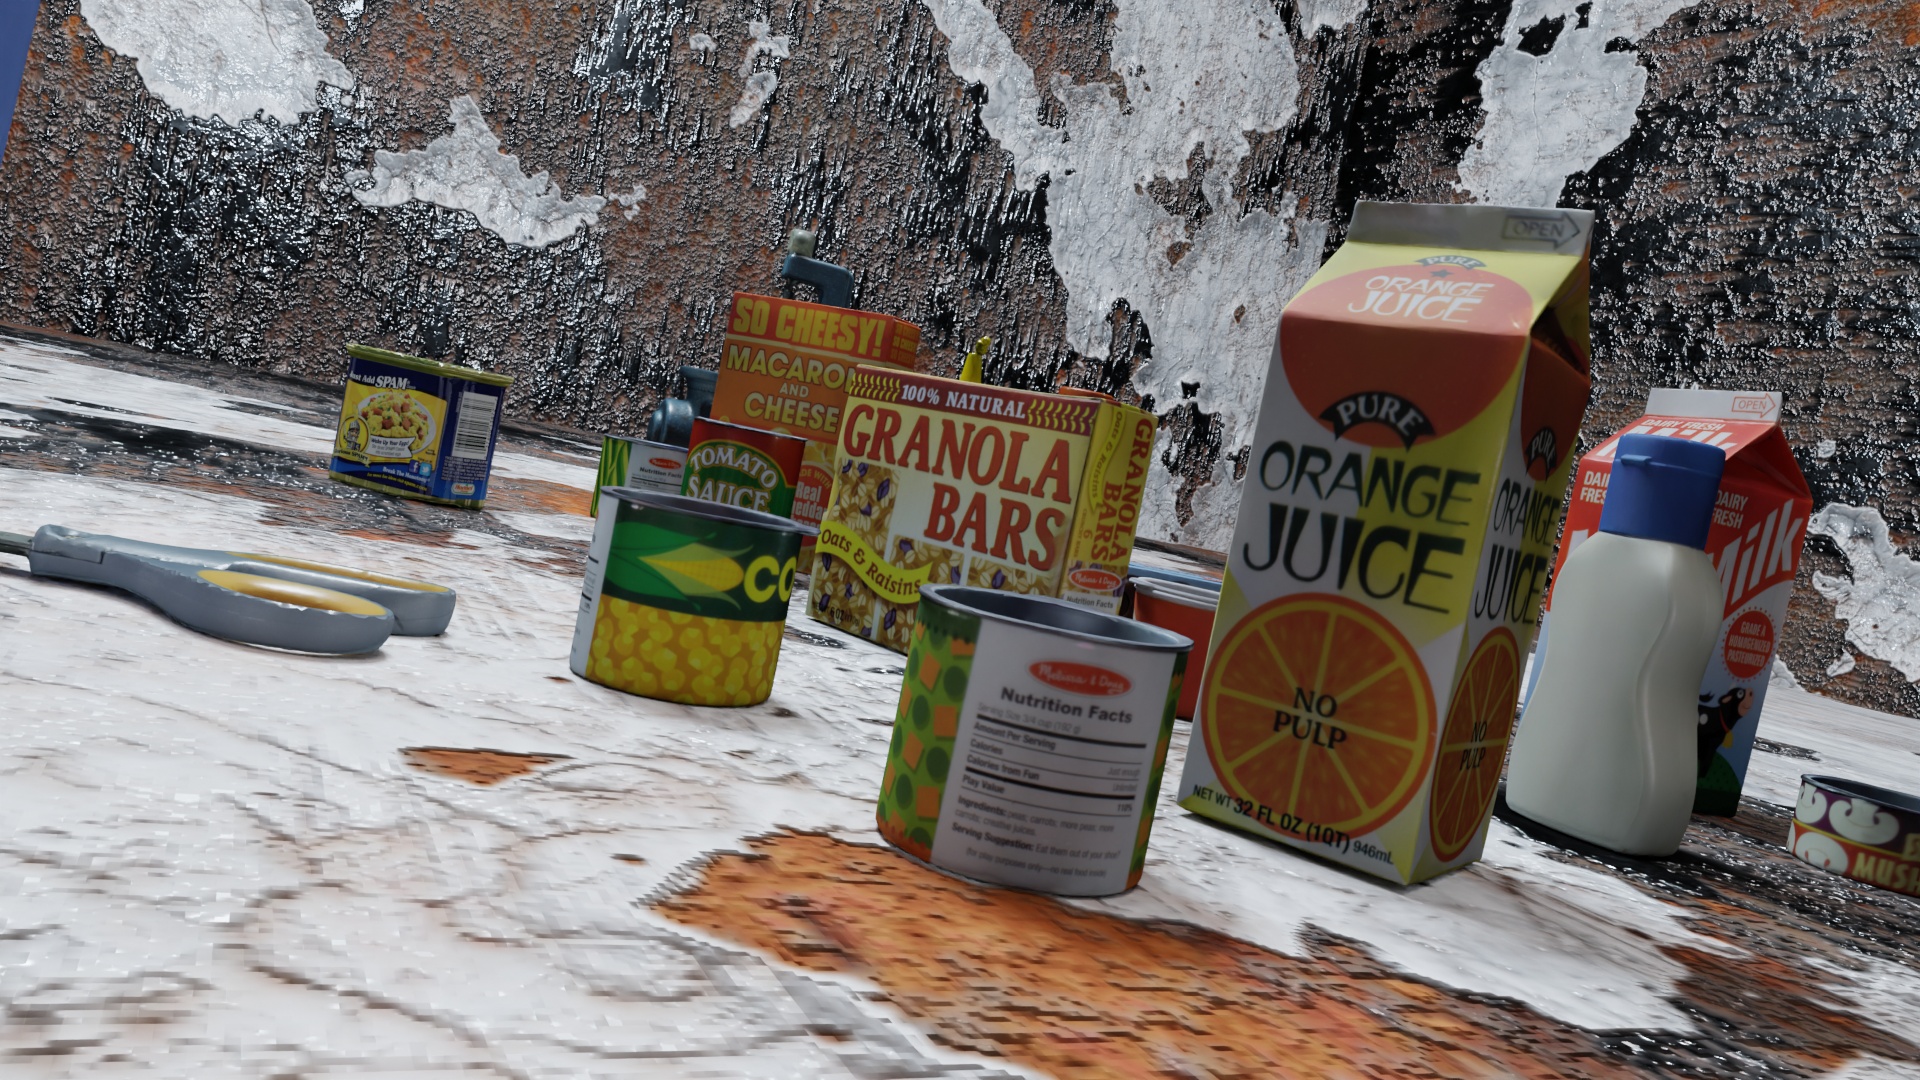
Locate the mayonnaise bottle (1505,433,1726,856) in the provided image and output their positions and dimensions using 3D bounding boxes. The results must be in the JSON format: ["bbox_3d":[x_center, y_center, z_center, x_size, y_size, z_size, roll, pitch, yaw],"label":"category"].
[{"bbox_3d":[0.246,0.036,0.510,0.041,0.148,0.065,10,3,-27],"label":"mayonnaise bottle"}]

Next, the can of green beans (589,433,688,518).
[{"bbox_3d":[-0.218,-0.039,0.959,0.071,0.057,0.071,12,3,0],"label":"can of green beans"}]

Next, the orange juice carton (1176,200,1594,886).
[{"bbox_3d":[0.129,-0.005,0.410,0.072,0.192,0.073,14,3,36],"label":"orange juice carton"}]

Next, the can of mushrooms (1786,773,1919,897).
[{"bbox_3d":[0.369,0.118,0.550,0.071,0.033,0.071,12,3,0],"label":"can of mushrooms"}]

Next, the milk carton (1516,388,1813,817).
[{"bbox_3d":[0.328,0.024,0.644,0.073,0.190,0.072,10,3,-25],"label":"milk carton"}]

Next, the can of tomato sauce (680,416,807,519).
[{"bbox_3d":[-0.130,-0.025,0.806,0.071,0.083,0.071,12,3,0],"label":"can of tomato sauce"}]

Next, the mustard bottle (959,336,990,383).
[{"bbox_3d":[-0.005,-0.038,0.793,0.049,0.160,0.065,12,3,8],"label":"mustard bottle"}]

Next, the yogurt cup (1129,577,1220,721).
[{"bbox_3d":[0.105,0.049,0.613,0.072,0.054,0.072,12,3,0],"label":"yogurt cup"}]

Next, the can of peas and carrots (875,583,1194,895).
[{"bbox_3d":[0.017,0.045,0.332,0.071,0.058,0.071,12,3,0],"label":"can of peas and carrots"}]

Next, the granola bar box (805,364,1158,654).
[{"bbox_3d":[0.002,-0.008,0.611,0.039,0.124,0.165,9,4,-42],"label":"granola bar box"}]

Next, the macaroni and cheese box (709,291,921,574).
[{"bbox_3d":[-0.101,-0.067,0.888,0.124,0.166,0.040,13,3,25],"label":"macaroni and cheese box"}]

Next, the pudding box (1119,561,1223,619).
[{"bbox_3d":[0.122,0.041,0.847,0.084,0.049,0.030,10,3,-21],"label":"pudding box"}]

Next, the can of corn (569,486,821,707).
[{"bbox_3d":[-0.085,0.018,0.445,0.071,0.058,0.071,12,3,0],"label":"can of corn"}]

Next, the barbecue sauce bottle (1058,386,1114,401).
[{"bbox_3d":[0.066,-0.023,0.896,0.065,0.148,0.044,13,3,23],"label":"barbecue sauce bottle"}]
